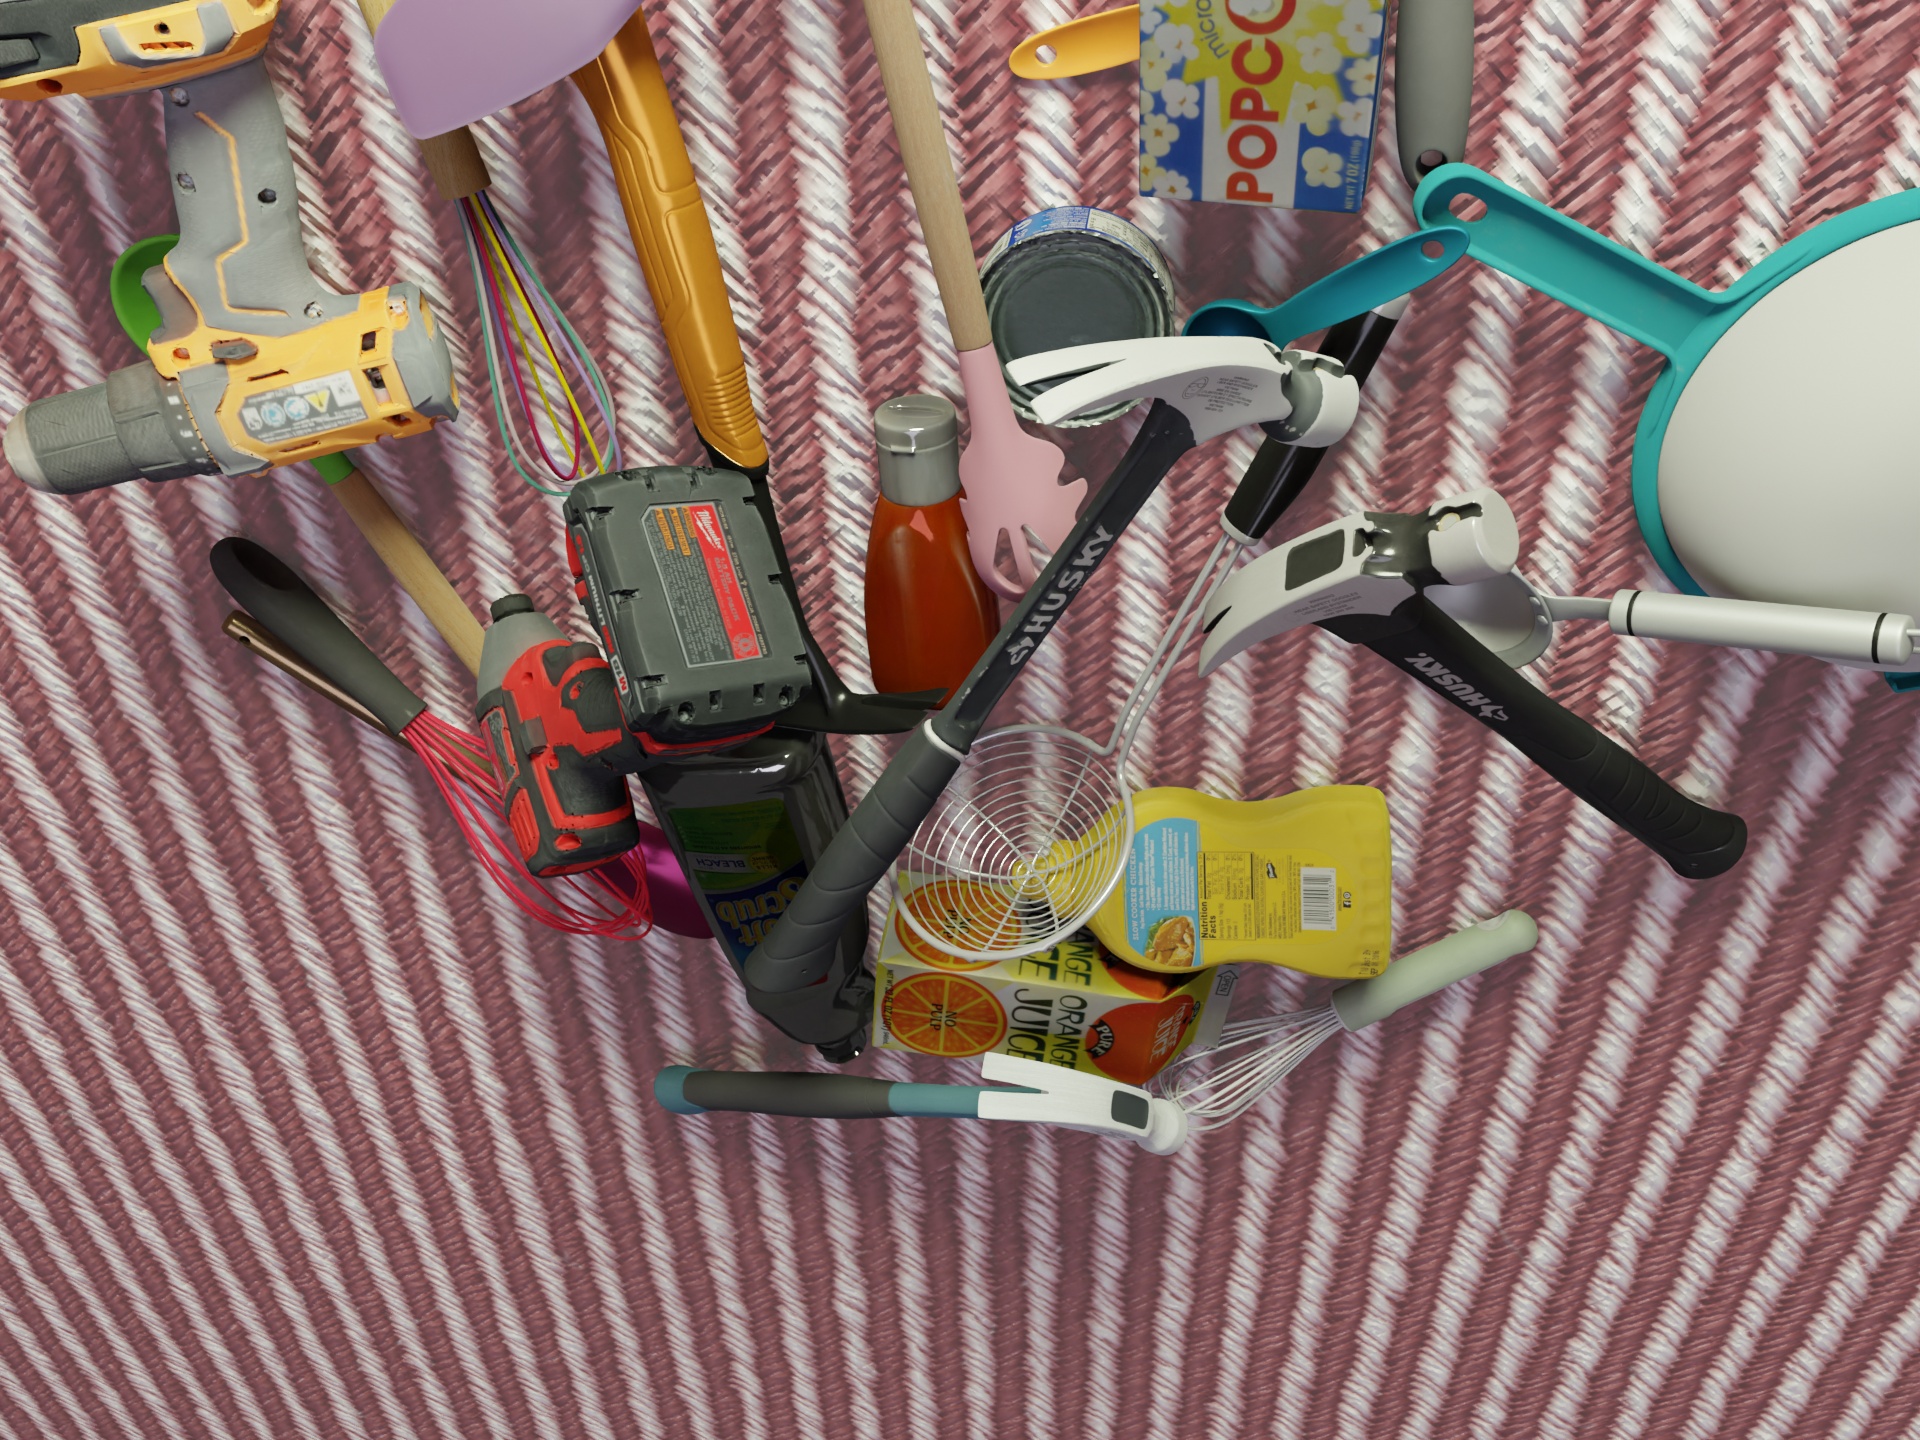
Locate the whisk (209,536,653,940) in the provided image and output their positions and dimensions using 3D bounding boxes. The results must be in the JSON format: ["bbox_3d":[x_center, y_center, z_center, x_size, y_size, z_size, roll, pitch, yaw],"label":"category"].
[{"bbox_3d":[-0.272,0.013,0.830,0.295,0.073,0.073,45,122,-12],"label":"whisk"}]

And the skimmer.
[{"bbox_3d":[0.077,-0.039,0.717,0.090,0.127,0.363,1,131,-36],"label":"skimmer"}]

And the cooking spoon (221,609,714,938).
[{"bbox_3d":[-0.259,0.034,0.879,0.318,0.017,0.068,35,124,-18],"label":"cooking spoon"}]

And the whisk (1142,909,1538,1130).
[{"bbox_3d":[0.206,0.166,0.885,0.246,0.058,0.059,-32,91,24],"label":"whisk"}]

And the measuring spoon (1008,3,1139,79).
[{"bbox_3d":[0.074,-0.263,0.598,0.117,0.011,0.021,-8,136,20],"label":"measuring spoon"}]

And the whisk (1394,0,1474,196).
[{"bbox_3d":[0.165,-0.293,0.538,0.055,0.055,0.238,-2,131,11],"label":"whisk"}]

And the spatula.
[{"bbox_3d":[-0.073,-0.294,0.565,0.316,0.018,0.060,-19,96,13],"label":"spatula"}]

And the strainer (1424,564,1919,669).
[{"bbox_3d":[0.270,-0.046,0.659,0.259,0.050,0.086,12,149,43],"label":"strainer"}]

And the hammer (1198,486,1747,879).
[{"bbox_3d":[0.247,0.004,0.695,0.334,0.035,0.146,28,151,-36],"label":"hammer"}]

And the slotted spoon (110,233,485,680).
[{"bbox_3d":[-0.287,-0.098,0.776,0.070,0.031,0.313,-25,123,8],"label":"slotted spoon"}]

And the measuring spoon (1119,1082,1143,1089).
[{"bbox_3d":[0.060,0.194,0.948,0.124,0.018,0.034,34,126,-16],"label":"measuring spoon"}]

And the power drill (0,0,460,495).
[{"bbox_3d":[-0.327,-0.200,0.642,0.185,0.084,0.226,-17,128,-7],"label":"power drill"}]

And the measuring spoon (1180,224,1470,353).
[{"bbox_3d":[0.145,-0.169,0.632,0.128,0.021,0.042,-18,121,42],"label":"measuring spoon"}]

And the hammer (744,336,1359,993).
[{"bbox_3d":[-0.001,-0.002,0.689,0.149,0.036,0.408,-1,140,-39],"label":"hammer"}]

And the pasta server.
[{"bbox_3d":[0.000,-0.176,0.623,0.060,0.040,0.316,-7,122,16],"label":"pasta server"}]

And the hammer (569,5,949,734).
[{"bbox_3d":[-0.099,-0.140,0.683,0.127,0.034,0.336,7,127,32],"label":"hammer"}]

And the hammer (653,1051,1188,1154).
[{"bbox_3d":[-0.044,0.220,0.924,0.331,0.033,0.128,-6,155,33],"label":"hammer"}]

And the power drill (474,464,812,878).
[{"bbox_3d":[-0.162,-0.023,0.727,0.078,0.143,0.219,-10,165,-37],"label":"power drill"}]

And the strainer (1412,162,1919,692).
[{"bbox_3d":[0.324,-0.115,0.603,0.340,0.095,0.211,22,129,-13],"label":"strainer"}]

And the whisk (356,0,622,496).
[{"bbox_3d":[-0.202,-0.202,0.674,0.051,0.047,0.244,-15,120,5],"label":"whisk"}]
